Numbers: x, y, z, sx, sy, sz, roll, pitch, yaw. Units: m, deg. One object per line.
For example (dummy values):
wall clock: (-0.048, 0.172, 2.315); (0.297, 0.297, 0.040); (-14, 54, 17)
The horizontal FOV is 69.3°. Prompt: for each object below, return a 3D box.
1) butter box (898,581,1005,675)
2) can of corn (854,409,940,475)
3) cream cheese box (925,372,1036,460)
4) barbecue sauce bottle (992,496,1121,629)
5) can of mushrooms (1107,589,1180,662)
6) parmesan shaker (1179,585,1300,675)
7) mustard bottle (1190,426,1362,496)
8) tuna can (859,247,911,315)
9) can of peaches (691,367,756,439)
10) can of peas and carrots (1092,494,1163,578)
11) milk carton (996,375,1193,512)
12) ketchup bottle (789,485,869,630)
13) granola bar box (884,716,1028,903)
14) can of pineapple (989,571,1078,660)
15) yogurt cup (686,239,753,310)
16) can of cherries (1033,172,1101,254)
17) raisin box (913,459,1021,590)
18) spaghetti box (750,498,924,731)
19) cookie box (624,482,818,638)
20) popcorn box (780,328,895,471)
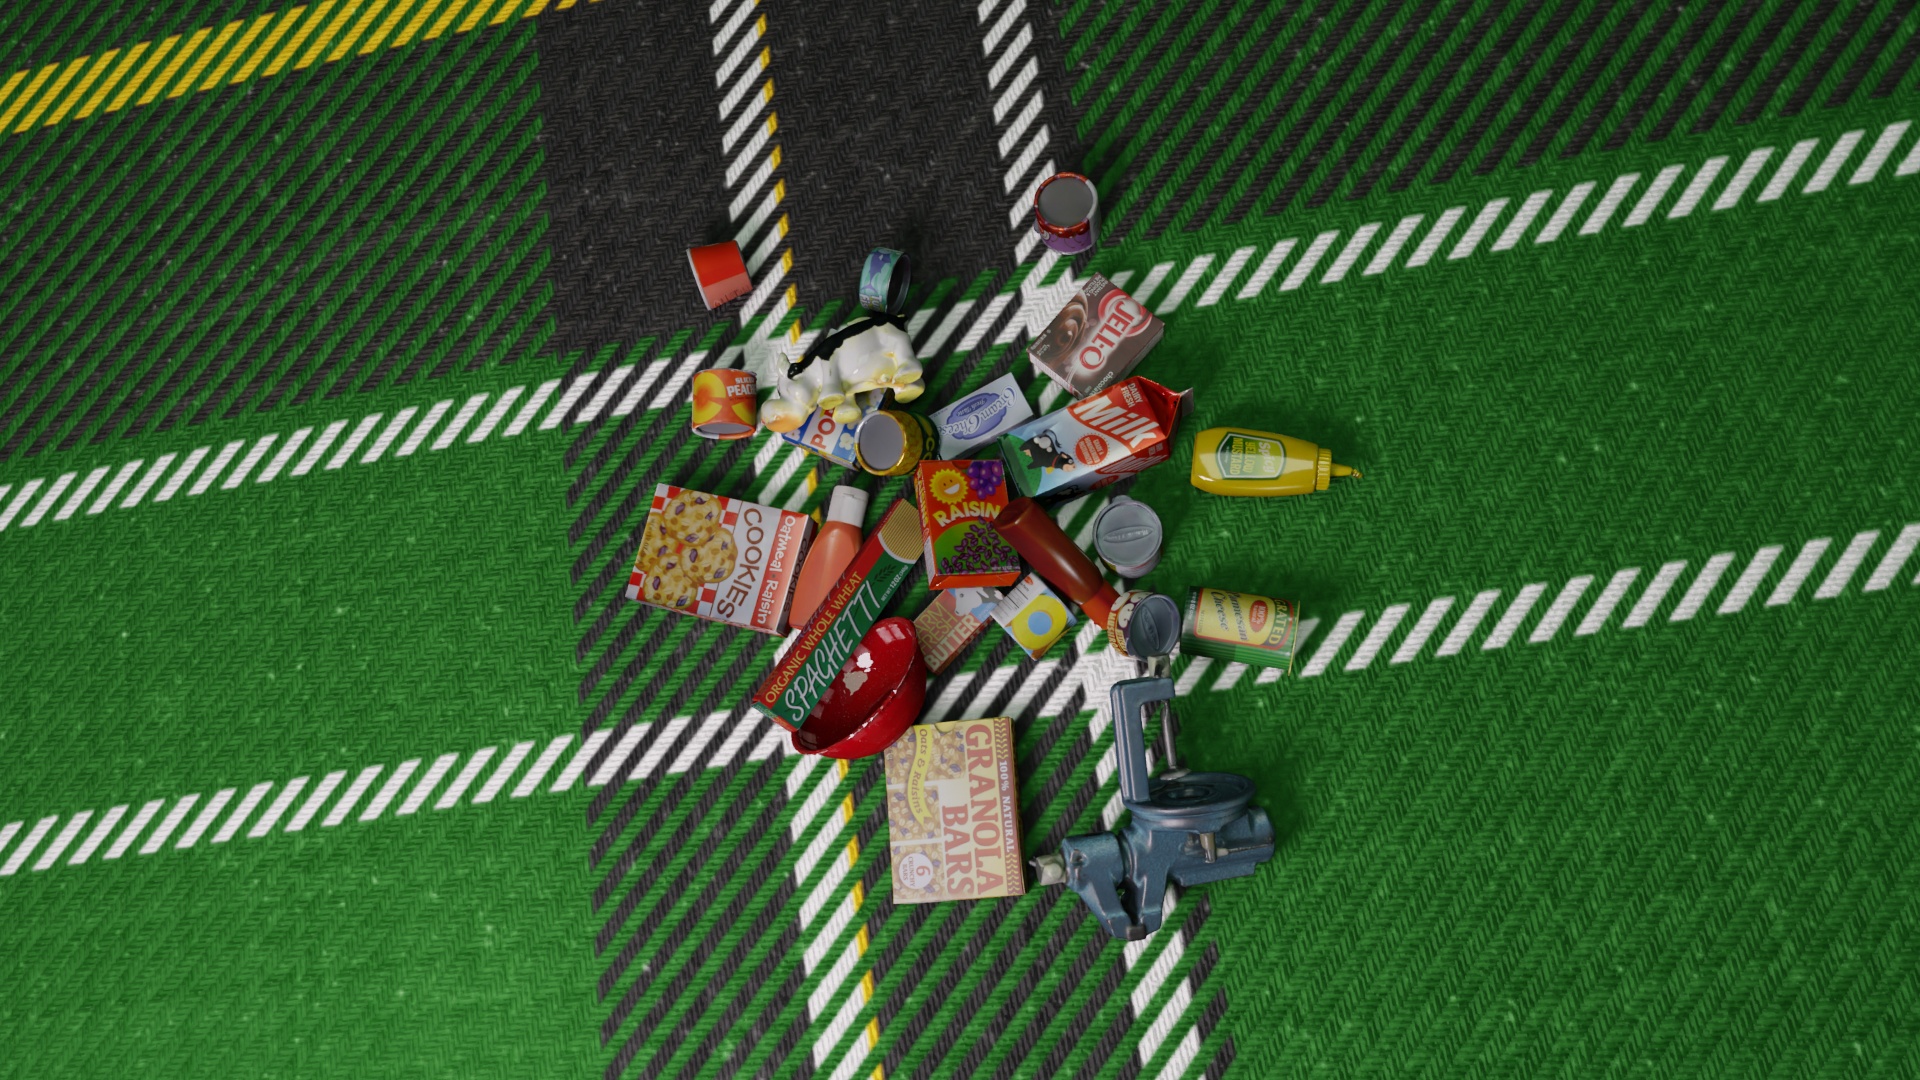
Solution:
butter box: (-0.007, 0.078, 1.361); (0.053, 0.024, 0.103); (43, 86, 16)
can of corn: (-0.062, -0.095, 1.381); (0.071, 0.058, 0.071); (2, 93, 33)
cream cheese box: (0.019, -0.122, 1.404); (0.104, 0.024, 0.053); (-28, 75, 2)
barbecue sauce bottle: (0.098, 0.023, 1.313); (0.148, 0.065, 0.044); (45, 76, -15)
can of mushrooms: (0.171, 0.081, 1.306); (0.033, 0.071, 0.071); (11, 75, 54)
parmesan shaker: (0.259, 0.083, 1.292); (0.103, 0.071, 0.071); (8, 79, 11)
mustard bottle: (0.303, -0.073, 1.331); (0.160, 0.048, 0.065); (4, 79, 11)
tuna can: (-0.078, -0.265, 1.432); (0.033, 0.071, 0.071); (15, 80, 14)
can of peaches: (-0.241, -0.140, 1.429); (0.071, 0.071, 0.058); (-3, 77, 9)
can of peas and carrots: (0.161, -0.003, 1.334); (0.071, 0.058, 0.071); (-2, 76, 9)
milk carton: (0.139, -0.098, 1.353); (0.190, 0.072, 0.073); (-23, 74, 3)
ketchup bottle: (-0.124, 0.020, 1.384); (0.065, 0.043, 0.149); (12, 79, 4)
granola bar box: (-0.005, 0.254, 1.311); (0.124, 0.039, 0.166); (-7, 76, 8)
can of pineapple: (0.071, 0.074, 1.328); (0.058, 0.071, 0.071); (-43, 74, -1)
yogurt cup: (-0.253, -0.284, 1.469); (0.054, 0.072, 0.072); (-19, 75, -3)
can of cherries: (0.107, -0.334, 1.421); (0.071, 0.058, 0.071); (-2, 77, 9)
raisin box: (0.005, -0.017, 1.350); (0.086, 0.040, 0.124); (-2, 65, -14)
spaghetti box: (-0.109, 0.070, 1.341); (0.050, 0.028, 0.251); (39, 70, -13)
cookie box: (-0.240, 0.020, 1.407); (0.167, 0.040, 0.123); (12, 79, 13)
popcorn box: (-0.118, -0.144, 1.425); (0.085, 0.038, 0.127); (22, 81, 14)
